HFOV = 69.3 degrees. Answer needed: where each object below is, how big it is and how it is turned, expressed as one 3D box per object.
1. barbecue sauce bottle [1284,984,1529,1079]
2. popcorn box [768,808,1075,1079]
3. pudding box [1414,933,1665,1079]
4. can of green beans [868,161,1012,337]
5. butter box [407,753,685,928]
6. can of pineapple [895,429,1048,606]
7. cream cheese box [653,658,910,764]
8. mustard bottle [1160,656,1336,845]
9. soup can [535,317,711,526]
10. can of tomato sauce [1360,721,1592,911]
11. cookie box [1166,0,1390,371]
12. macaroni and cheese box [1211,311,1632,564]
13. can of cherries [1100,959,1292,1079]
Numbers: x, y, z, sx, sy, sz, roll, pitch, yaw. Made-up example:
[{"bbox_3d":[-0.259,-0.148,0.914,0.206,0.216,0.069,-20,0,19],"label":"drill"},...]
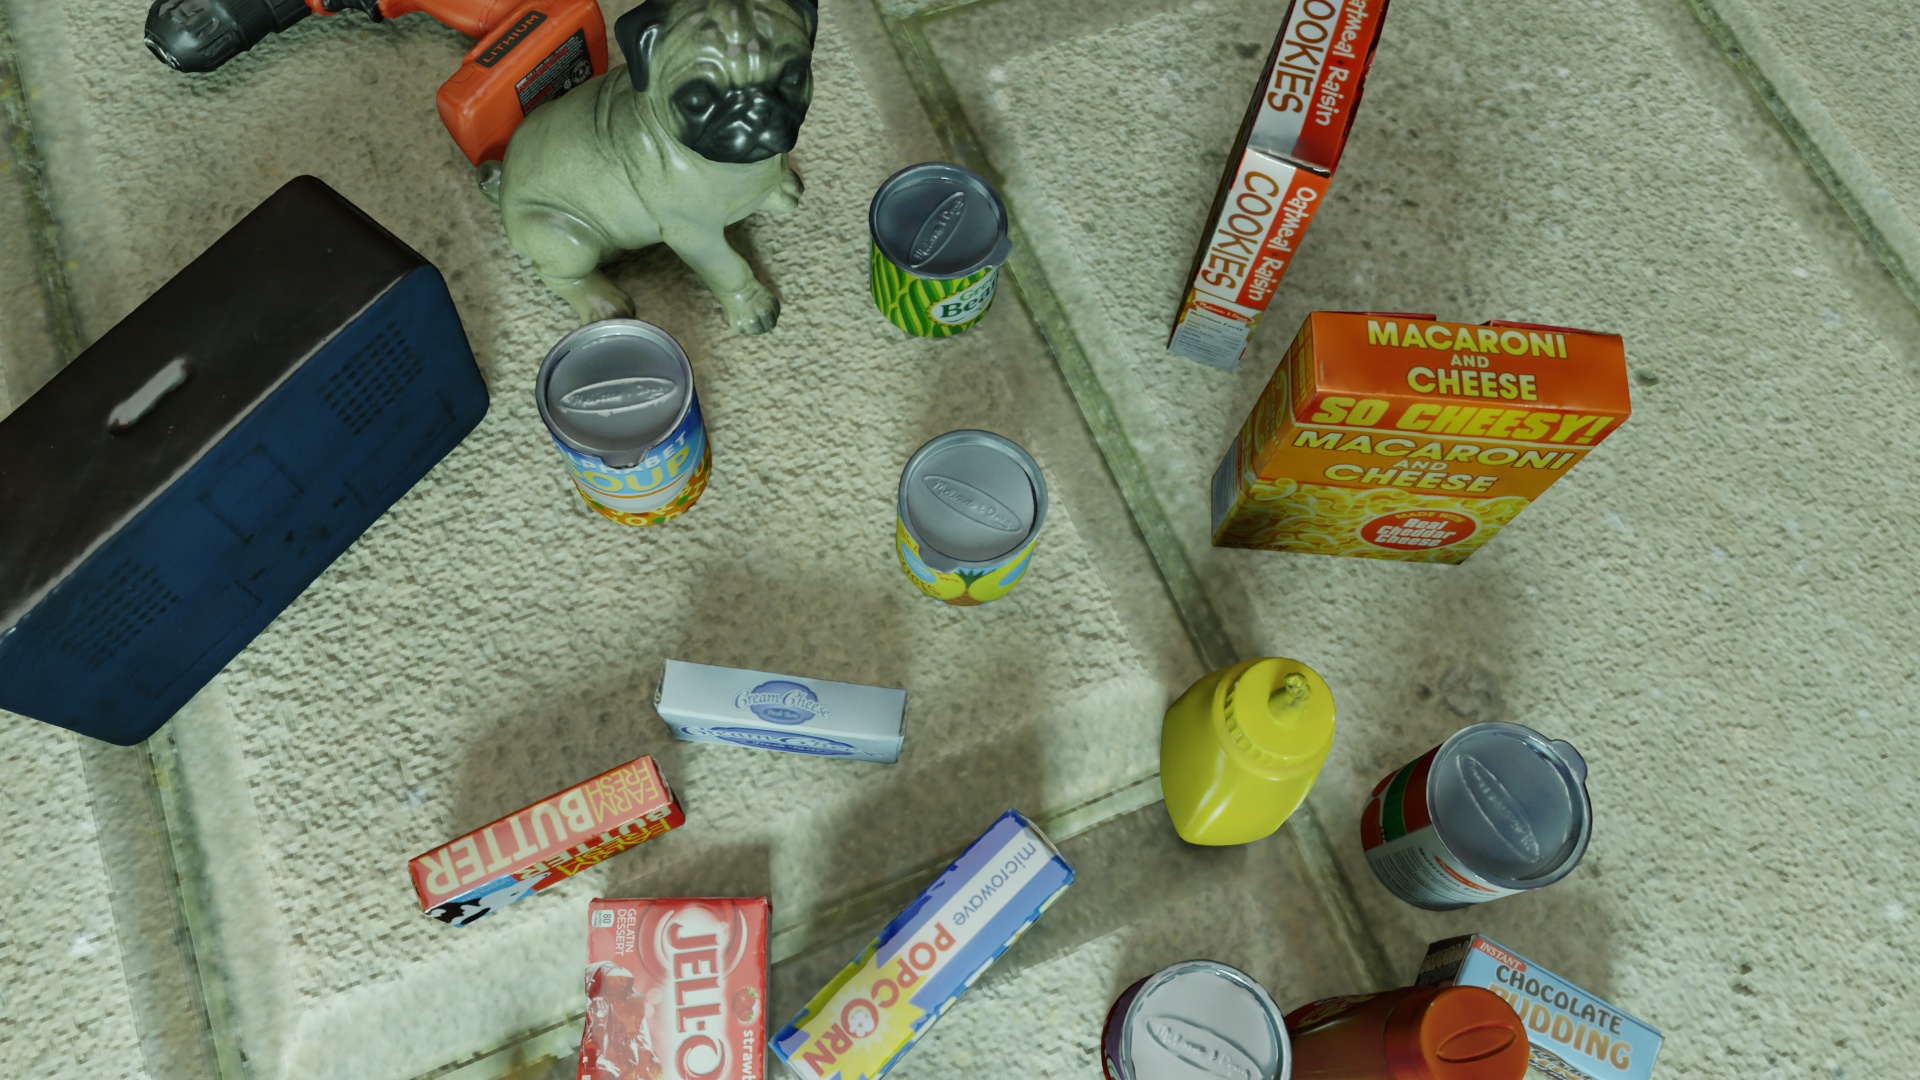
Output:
[{"bbox_3d":[0.162,0.189,0.515,0.065,0.148,0.044,-12,70,-9],"label":"barbecue sauce bottle"},{"bbox_3d":[-0.014,0.167,0.545,0.127,0.085,0.038,-41,77,-17],"label":"popcorn box"},{"bbox_3d":[0.236,0.196,0.571,0.084,0.049,0.030,28,70,7],"label":"pudding box"},{"bbox_3d":[-0.012,-0.142,0.683,0.071,0.057,0.071,1,68,-3],"label":"can of green beans"},{"bbox_3d":[-0.167,0.123,0.569,0.104,0.053,0.024,-23,72,-13],"label":"butter box"},{"bbox_3d":[0.002,-0.008,0.631,0.071,0.057,0.071,1,68,-3],"label":"can of pineapple"},{"bbox_3d":[-0.075,0.075,0.595,0.104,0.053,0.024,7,68,-1],"label":"cream cheese box"},{"bbox_3d":[0.115,0.080,0.549,0.049,0.159,0.065,-4,69,-5],"label":"mustard bottle"},{"bbox_3d":[-0.148,-0.048,0.622,0.071,0.083,0.071,1,69,-3],"label":"soup can"},{"bbox_3d":[0.214,0.116,0.583,0.071,0.082,0.071,1,69,-3],"label":"can of tomato sauce"},{"bbox_3d":[0.146,-0.173,0.648,0.040,0.166,0.123,19,69,4],"label":"cookie box"},{"bbox_3d":[0.186,-0.039,0.598,0.124,0.165,0.040,4,69,-2],"label":"macaroni and cheese box"},{"bbox_3d":[0.090,0.205,0.552,0.071,0.058,0.072,1,68,-3],"label":"can of cherries"}]
